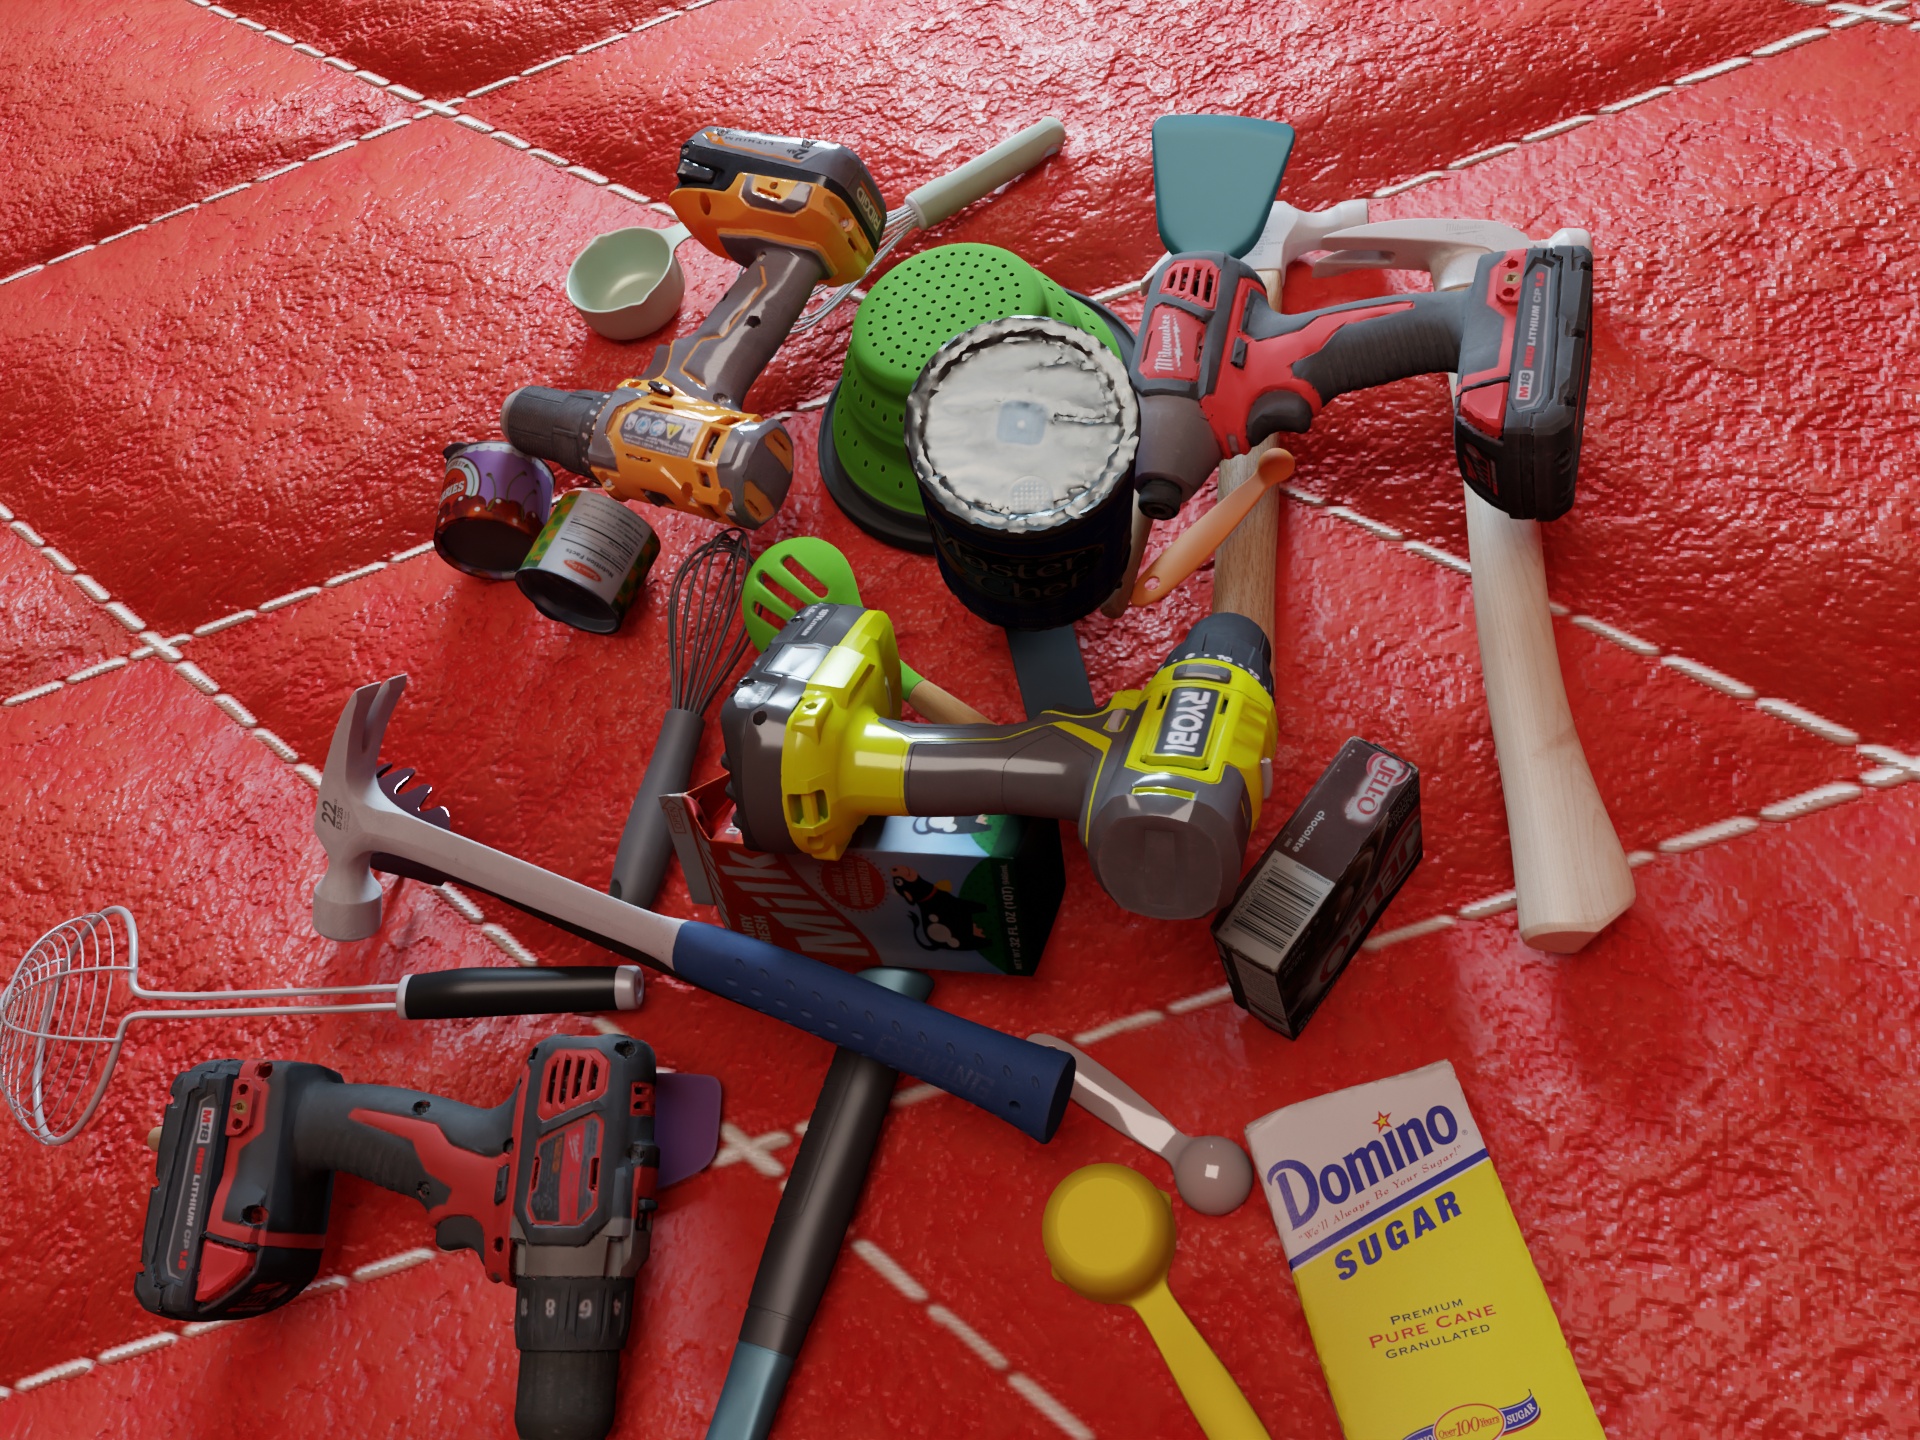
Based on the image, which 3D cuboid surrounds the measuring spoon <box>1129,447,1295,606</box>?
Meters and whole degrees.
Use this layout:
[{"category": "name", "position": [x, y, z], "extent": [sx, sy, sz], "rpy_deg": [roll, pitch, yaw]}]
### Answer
[{"category": "measuring spoon", "position": [0.129, -0.101, 0.824], "extent": [0.117, 0.011, 0.021], "rpy_deg": [-44, 57, -7]}]

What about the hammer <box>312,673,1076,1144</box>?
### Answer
[{"category": "hammer", "position": [-0.138, 0.097, 0.740], "extent": [0.405, 0.035, 0.144], "rpy_deg": [18, 111, 19]}]

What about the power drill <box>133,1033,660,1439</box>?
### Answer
[{"category": "power drill", "position": [-0.251, 0.240, 0.731], "extent": [0.226, 0.080, 0.188], "rpy_deg": [-2, 71, 9]}]

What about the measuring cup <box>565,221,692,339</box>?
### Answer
[{"category": "measuring cup", "position": [-0.183, -0.312, 1.065], "extent": [0.167, 0.038, 0.083], "rpy_deg": [-32, 57, -5]}]

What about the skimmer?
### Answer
[{"category": "skimmer", "position": [-0.341, 0.155, 0.843], "extent": [0.363, 0.090, 0.127], "rpy_deg": [-3, 66, 3]}]

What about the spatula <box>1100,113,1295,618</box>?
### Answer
[{"category": "spatula", "position": [0.115, -0.197, 0.865], "extent": [0.082, 0.044, 0.318], "rpy_deg": [10, 65, 14]}]

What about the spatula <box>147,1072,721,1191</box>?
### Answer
[{"category": "spatula", "position": [-0.269, 0.208, 0.796], "extent": [0.316, 0.018, 0.060], "rpy_deg": [-4, 62, 13]}]

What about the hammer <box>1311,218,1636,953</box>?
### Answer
[{"category": "hammer", "position": [0.260, -0.086, 0.785], "extent": [0.146, 0.038, 0.411], "rpy_deg": [2, 62, 2]}]

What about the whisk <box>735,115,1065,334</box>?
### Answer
[{"category": "whisk", "position": [-0.036, -0.323, 1.023], "extent": [0.246, 0.058, 0.059], "rpy_deg": [-33, 91, -9]}]

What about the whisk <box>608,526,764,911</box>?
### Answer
[{"category": "whisk", "position": [-0.153, 0.000, 0.869], "extent": [0.055, 0.055, 0.239], "rpy_deg": [4, 66, 19]}]

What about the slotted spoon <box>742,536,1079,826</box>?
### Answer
[{"category": "slotted spoon", "position": [-0.001, -0.003, 0.801], "extent": [0.314, 0.031, 0.070], "rpy_deg": [35, 97, 24]}]

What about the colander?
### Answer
[{"category": "colander", "position": [0.018, -0.135, 0.865], "extent": [0.204, 0.094, 0.398], "rpy_deg": [-17, 57, 7]}]

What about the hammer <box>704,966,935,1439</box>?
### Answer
[{"category": "hammer", "position": [-0.082, 0.262, 0.699], "extent": [0.128, 0.033, 0.331], "rpy_deg": [9, 63, 22]}]

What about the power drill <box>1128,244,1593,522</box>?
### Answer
[{"category": "power drill", "position": [0.186, -0.160, 0.775], "extent": [0.220, 0.078, 0.143], "rpy_deg": [6, 68, 24]}]

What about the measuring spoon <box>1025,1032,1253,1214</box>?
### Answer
[{"category": "measuring spoon", "position": [0.076, 0.175, 0.711], "extent": [0.124, 0.018, 0.034], "rpy_deg": [31, 73, 30]}]

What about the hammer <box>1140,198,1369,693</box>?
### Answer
[{"category": "hammer", "position": [0.157, -0.157, 0.874], "extent": [0.130, 0.031, 0.332], "rpy_deg": [-1, 61, 16]}]

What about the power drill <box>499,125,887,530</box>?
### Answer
[{"category": "power drill", "position": [-0.159, -0.231, 0.935], "extent": [0.185, 0.084, 0.226], "rpy_deg": [16, 77, 22]}]

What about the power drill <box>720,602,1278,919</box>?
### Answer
[{"category": "power drill", "position": [0.027, 0.002, 0.712], "extent": [0.228, 0.080, 0.191], "rpy_deg": [4, 32, 16]}]

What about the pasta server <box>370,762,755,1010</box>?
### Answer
[{"category": "pasta server", "position": [-0.208, 0.093, 0.821], "extent": [0.316, 0.040, 0.060], "rpy_deg": [18, 108, 23]}]

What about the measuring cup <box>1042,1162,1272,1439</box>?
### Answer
[{"category": "measuring cup", "position": [0.087, 0.251, 0.655], "extent": [0.062, 0.029, 0.157], "rpy_deg": [-33, 54, -4]}]
